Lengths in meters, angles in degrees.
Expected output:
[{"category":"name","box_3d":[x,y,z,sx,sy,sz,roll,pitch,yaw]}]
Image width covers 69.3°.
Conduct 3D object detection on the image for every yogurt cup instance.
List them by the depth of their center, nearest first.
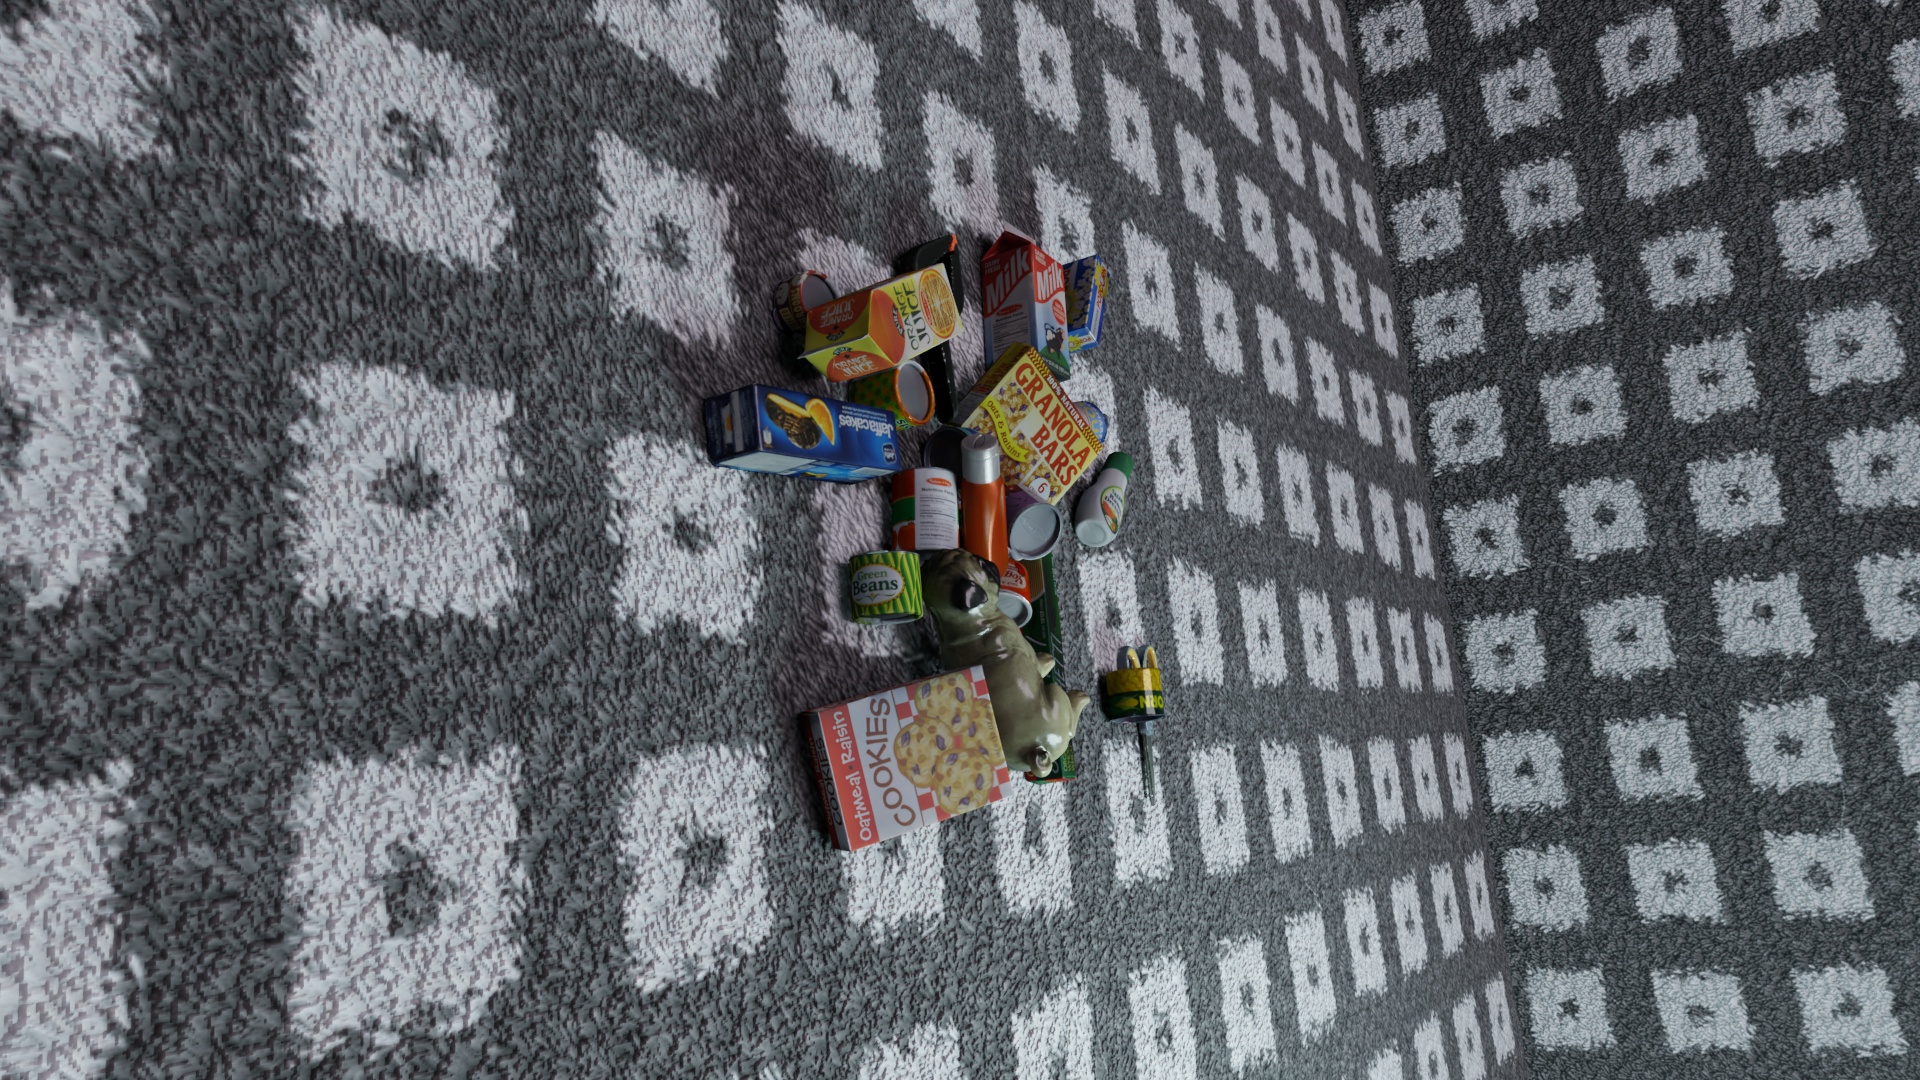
[{"category":"yogurt cup","box_3d":[0.042,0.055,1.454,0.072,0.072,0.054,49,34,-37]}]

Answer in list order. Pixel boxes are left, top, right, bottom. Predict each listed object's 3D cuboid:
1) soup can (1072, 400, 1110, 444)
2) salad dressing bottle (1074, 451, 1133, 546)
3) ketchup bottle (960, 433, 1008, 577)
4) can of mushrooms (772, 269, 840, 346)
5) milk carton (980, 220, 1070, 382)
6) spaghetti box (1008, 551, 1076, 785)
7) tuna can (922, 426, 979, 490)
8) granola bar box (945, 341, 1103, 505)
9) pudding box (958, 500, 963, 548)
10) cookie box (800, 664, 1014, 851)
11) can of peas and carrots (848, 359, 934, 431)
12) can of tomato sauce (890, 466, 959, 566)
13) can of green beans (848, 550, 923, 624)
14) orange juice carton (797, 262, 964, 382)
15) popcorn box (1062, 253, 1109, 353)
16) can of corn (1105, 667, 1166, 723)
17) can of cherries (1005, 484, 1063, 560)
[{"category":"soup can","box_3d":[0.128,-0.132,1.647,0.084,0.071,0.071,-12,89,-58]},{"category":"salad dressing bottle","box_3d":[0.182,-0.054,1.728,0.064,0.044,0.148,57,37,-27]},{"category":"ketchup bottle","box_3d":[0.023,-0.033,1.375,0.065,0.043,0.148,-65,156,-55]},{"category":"can of mushrooms","box_3d":[-0.142,-0.216,1.293,0.071,0.033,0.071,26,58,-52]},{"category":"milk carton","box_3d":[0.074,-0.275,1.613,0.072,0.073,0.191,20,62,-53]},{"category":"spaghetti box","box_3d":[0.086,0.137,1.504,0.029,0.050,0.250,12,69,-54]},{"category":"tuna can","box_3d":[-0.002,-0.083,1.428,0.033,0.071,0.071,-6,84,-58]},{"category":"granola bar box","box_3d":[0.071,-0.117,1.530,0.124,0.039,0.165,-49,127,-13]},{"category":"pudding box","box_3d":[0.005,-0.018,1.452,0.084,0.030,0.049,-12,89,-58]},{"category":"cookie box","box_3d":[-0.046,0.189,1.222,0.168,0.040,0.123,-13,88,-30]},{"category":"can of peas and carrots","box_3d":[-0.066,-0.136,1.358,0.071,0.058,0.071,26,58,-51]},{"category":"can of tomato sauce","box_3d":[-0.035,-0.022,1.361,0.071,0.071,0.083,22,62,-53]},{"category":"can of green beans","box_3d":[-0.069,0.044,1.281,0.071,0.071,0.058,15,67,-55]},{"category":"orange juice carton","box_3d":[-0.075,-0.200,1.291,0.193,0.071,0.073,-39,115,-58]},{"category":"popcorn box","box_3d":[0.131,-0.283,1.693,0.038,0.085,0.127,48,42,-40]},{"category":"can of corn","box_3d":[0.211,0.185,1.660,0.071,0.071,0.058,17,64,-54]},{"category":"can of cherries","box_3d":[0.066,-0.019,1.499,0.072,0.058,0.071,-13,119,-24]}]
